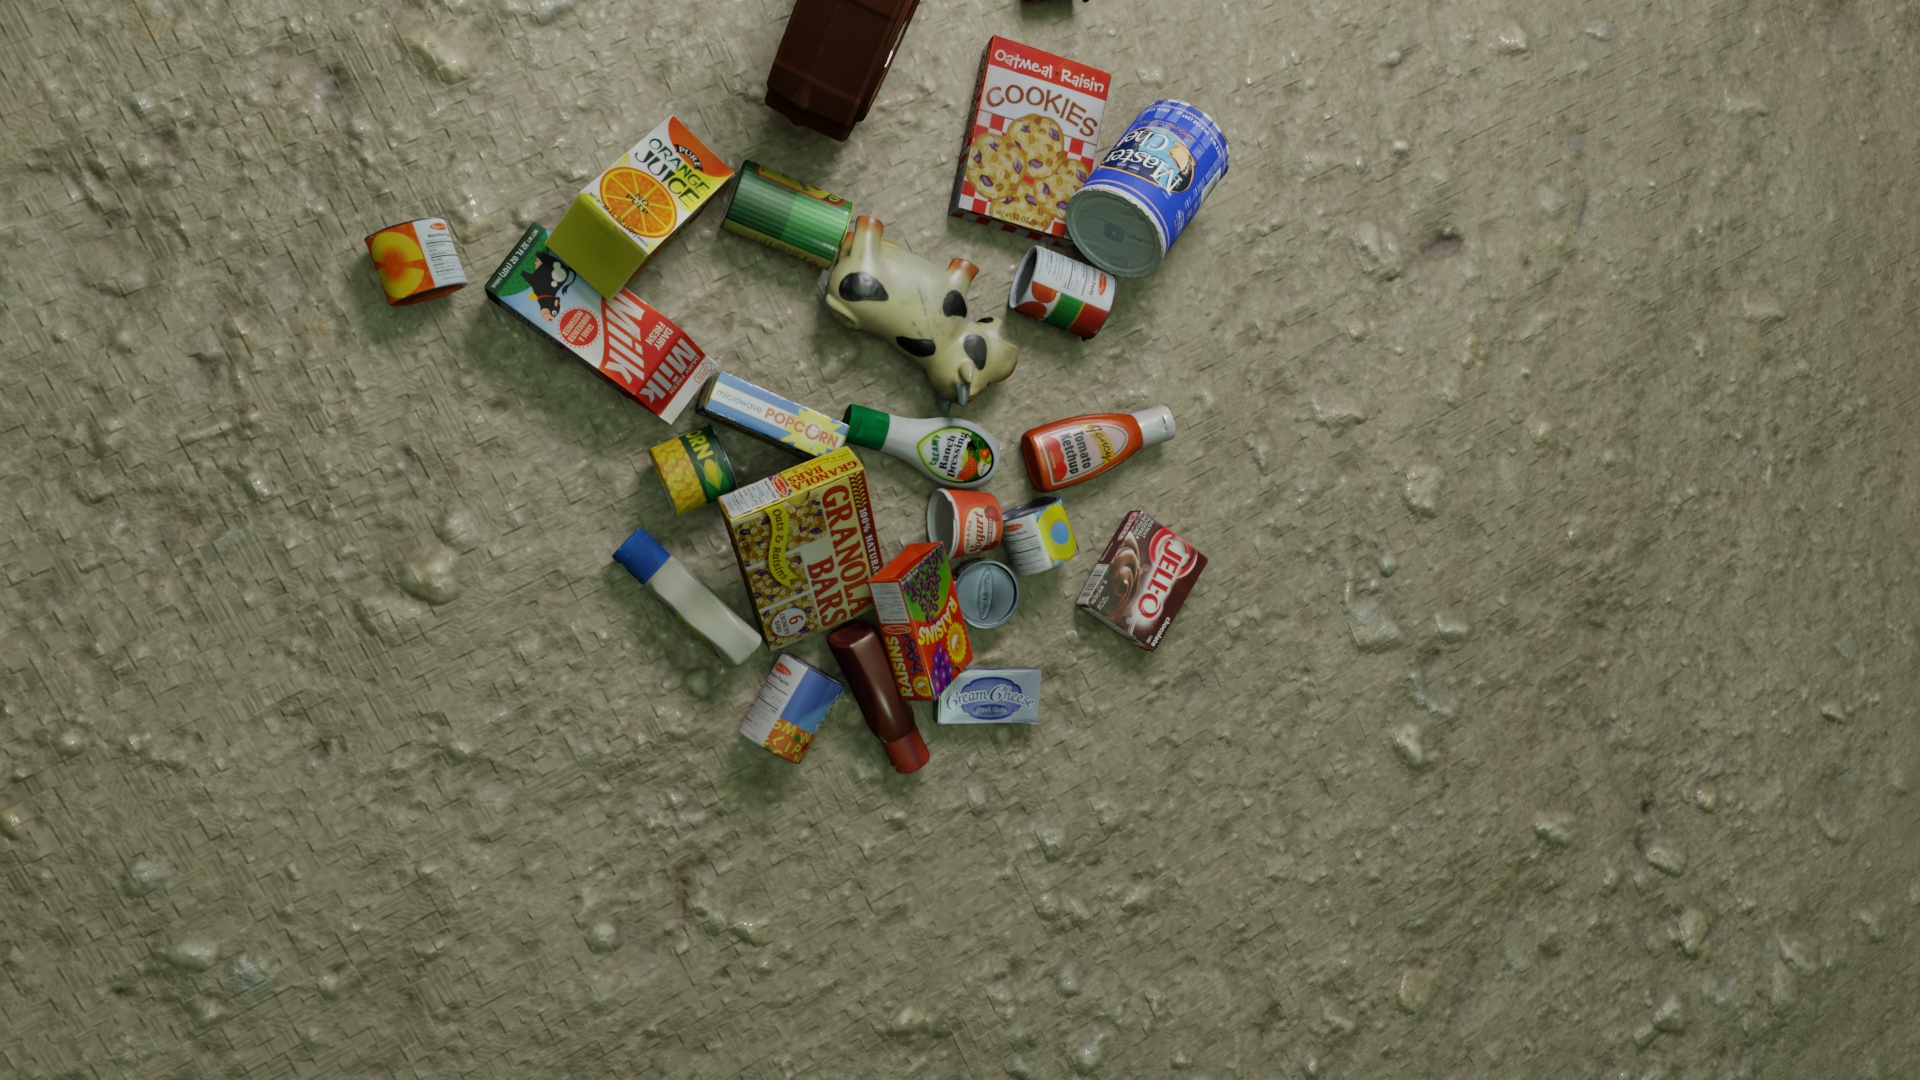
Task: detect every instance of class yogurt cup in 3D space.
[{"bbox_3d":[0.005,-0.016,1.308,0.054,0.072,0.072,-5,94,-24],"label":"yogurt cup"}]

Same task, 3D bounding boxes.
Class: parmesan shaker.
[{"bbox_3d":[-0.155,-0.292,1.244,0.103,0.071,0.071,19,87,-17],"label":"parmesan shaker"}]

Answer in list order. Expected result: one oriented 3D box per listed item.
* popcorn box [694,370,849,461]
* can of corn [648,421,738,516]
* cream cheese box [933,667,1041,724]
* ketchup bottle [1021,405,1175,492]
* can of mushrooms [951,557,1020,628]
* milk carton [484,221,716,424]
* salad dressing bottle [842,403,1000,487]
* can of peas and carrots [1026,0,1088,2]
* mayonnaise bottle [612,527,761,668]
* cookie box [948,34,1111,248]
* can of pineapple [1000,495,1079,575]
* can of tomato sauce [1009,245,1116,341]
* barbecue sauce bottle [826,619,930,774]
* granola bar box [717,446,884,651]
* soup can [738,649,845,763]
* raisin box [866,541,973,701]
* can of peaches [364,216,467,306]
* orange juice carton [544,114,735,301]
[{"bbox_3d":[-0.170,-0.108,1.240,0.127,0.085,0.038,23,85,-16],"label":"popcorn box"},{"bbox_3d":[-0.237,-0.064,1.230,0.058,0.071,0.071,-24,99,-14],"label":"can of corn"},{"bbox_3d":[0.026,0.150,1.340,0.104,0.024,0.053,2,91,-17],"label":"cream cheese box"},{"bbox_3d":[0.136,-0.096,1.354,0.149,0.043,0.064,-18,97,-16],"label":"ketchup bottle"},{"bbox_3d":[0.019,0.049,1.330,0.071,0.033,0.071,-1,93,-17],"label":"can of mushrooms"},{"bbox_3d":[-0.308,-0.184,1.202,0.190,0.073,0.072,37,82,-15],"label":"milk carton"},{"bbox_3d":[-0.038,-0.091,1.301,0.148,0.044,0.064,14,100,-16],"label":"salad dressing bottle"},{"bbox_3d":[0.089,-0.542,1.311,0.059,0.071,0.071,-11,96,-15],"label":"can of peas and carrots"},{"bbox_3d":[-0.244,0.052,1.238,0.148,0.064,0.041,44,78,-10],"label":"mayonnaise bottle"},{"bbox_3d":[0.067,-0.378,1.323,0.123,0.040,0.167,12,89,-17],"label":"cookie box"},{"bbox_3d":[0.075,-0.006,1.328,0.071,0.071,0.057,-23,99,-14],"label":"can of pineapple"},{"bbox_3d":[0.096,-0.235,1.326,0.083,0.071,0.071,18,87,-16],"label":"can of tomato sauce"},{"bbox_3d":[-0.073,0.148,1.293,0.044,0.065,0.148,-31,109,-20],"label":"barbecue sauce bottle"},{"bbox_3d":[-0.135,0.010,1.234,0.124,0.039,0.164,-23,134,-15],"label":"granola bar box"},{"bbox_3d":[-0.152,0.153,1.267,0.071,0.071,0.084,31,84,-16],"label":"soup can"},{"bbox_3d":[-0.034,0.074,1.273,0.086,0.040,0.123,-43,124,-55],"label":"raisin box"},{"bbox_3d":[-0.456,-0.232,1.161,0.071,0.071,0.058,-21,99,-15],"label":"can of peaches"},{"bbox_3d":[-0.262,-0.295,1.187,0.071,0.072,0.194,43,44,-14],"label":"orange juice carton"}]
